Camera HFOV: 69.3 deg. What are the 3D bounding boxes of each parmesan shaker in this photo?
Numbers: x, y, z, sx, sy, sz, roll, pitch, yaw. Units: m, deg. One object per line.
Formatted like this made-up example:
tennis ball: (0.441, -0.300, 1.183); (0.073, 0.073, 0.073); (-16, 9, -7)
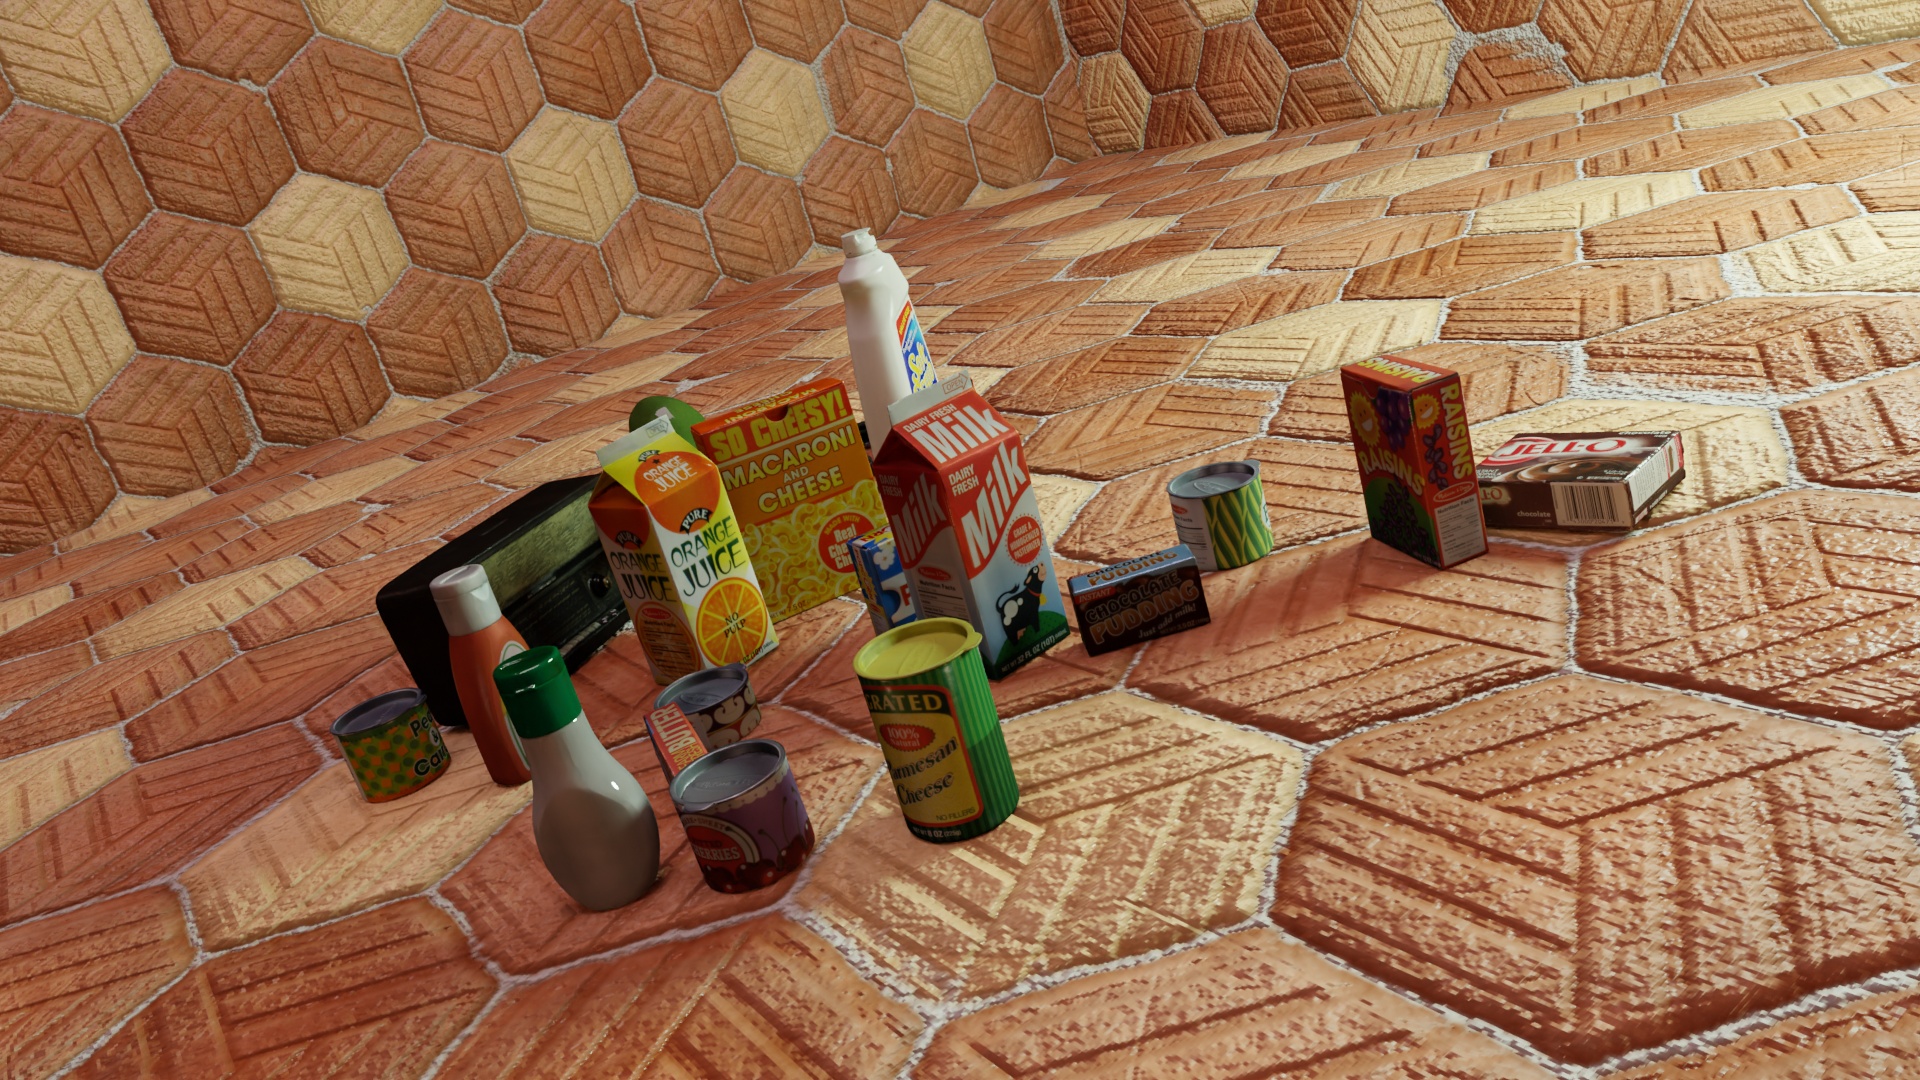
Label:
parmesan shaker: (-0.009, 0.102, 0.745); (0.071, 0.102, 0.071); (-14, 19, 5)

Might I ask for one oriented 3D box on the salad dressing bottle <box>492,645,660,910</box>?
salad dressing bottle: (-0.211, 0.130, 0.761); (0.064, 0.147, 0.044); (-17, 19, -1)

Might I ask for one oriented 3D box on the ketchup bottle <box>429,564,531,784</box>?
ketchup bottle: (-0.320, 0.090, 0.954); (0.043, 0.148, 0.065); (-8, 21, 24)

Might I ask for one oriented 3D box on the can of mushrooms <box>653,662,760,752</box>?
can of mushrooms: (-0.169, 0.114, 0.944); (0.071, 0.033, 0.071); (-14, 19, 5)

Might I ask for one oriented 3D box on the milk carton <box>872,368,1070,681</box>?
milk carton: (0.003, -0.011, 0.914); (0.072, 0.190, 0.073); (-30, 23, -34)

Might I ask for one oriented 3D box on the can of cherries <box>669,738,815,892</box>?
can of cherries: (-0.121, 0.152, 0.763); (0.071, 0.058, 0.072); (-14, 19, 5)

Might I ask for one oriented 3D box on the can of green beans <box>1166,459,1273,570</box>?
can of green beans: (0.185, -0.018, 0.987); (0.071, 0.057, 0.071); (-14, 19, 5)

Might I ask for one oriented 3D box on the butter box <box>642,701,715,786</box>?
butter box: (-0.164, 0.140, 0.839); (0.024, 0.053, 0.103); (-22, 20, -17)

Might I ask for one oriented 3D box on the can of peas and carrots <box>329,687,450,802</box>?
can of peas and carrots: (-0.409, 0.147, 1.005); (0.071, 0.058, 0.071); (-14, 19, 5)

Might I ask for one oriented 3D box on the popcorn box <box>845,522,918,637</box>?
popcorn box: (-0.011, 0.017, 1.005); (0.127, 0.085, 0.038); (-26, 21, -25)

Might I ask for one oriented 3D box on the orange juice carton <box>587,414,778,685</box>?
orange juice carton: (-0.210, 0.009, 1.024); (0.073, 0.192, 0.072); (1, 25, 40)

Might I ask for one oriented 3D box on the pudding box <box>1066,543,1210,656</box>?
pudding box: (0.116, 0.038, 0.901); (0.084, 0.049, 0.030); (-16, 19, 0)

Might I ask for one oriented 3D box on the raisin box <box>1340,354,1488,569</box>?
raisin box: (0.292, -0.053, 0.899); (0.040, 0.123, 0.086); (-19, 19, -9)

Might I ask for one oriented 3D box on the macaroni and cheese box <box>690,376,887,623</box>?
macaroni and cheese box: (-0.129, -0.032, 1.111); (0.124, 0.166, 0.040); (-23, 20, -18)
